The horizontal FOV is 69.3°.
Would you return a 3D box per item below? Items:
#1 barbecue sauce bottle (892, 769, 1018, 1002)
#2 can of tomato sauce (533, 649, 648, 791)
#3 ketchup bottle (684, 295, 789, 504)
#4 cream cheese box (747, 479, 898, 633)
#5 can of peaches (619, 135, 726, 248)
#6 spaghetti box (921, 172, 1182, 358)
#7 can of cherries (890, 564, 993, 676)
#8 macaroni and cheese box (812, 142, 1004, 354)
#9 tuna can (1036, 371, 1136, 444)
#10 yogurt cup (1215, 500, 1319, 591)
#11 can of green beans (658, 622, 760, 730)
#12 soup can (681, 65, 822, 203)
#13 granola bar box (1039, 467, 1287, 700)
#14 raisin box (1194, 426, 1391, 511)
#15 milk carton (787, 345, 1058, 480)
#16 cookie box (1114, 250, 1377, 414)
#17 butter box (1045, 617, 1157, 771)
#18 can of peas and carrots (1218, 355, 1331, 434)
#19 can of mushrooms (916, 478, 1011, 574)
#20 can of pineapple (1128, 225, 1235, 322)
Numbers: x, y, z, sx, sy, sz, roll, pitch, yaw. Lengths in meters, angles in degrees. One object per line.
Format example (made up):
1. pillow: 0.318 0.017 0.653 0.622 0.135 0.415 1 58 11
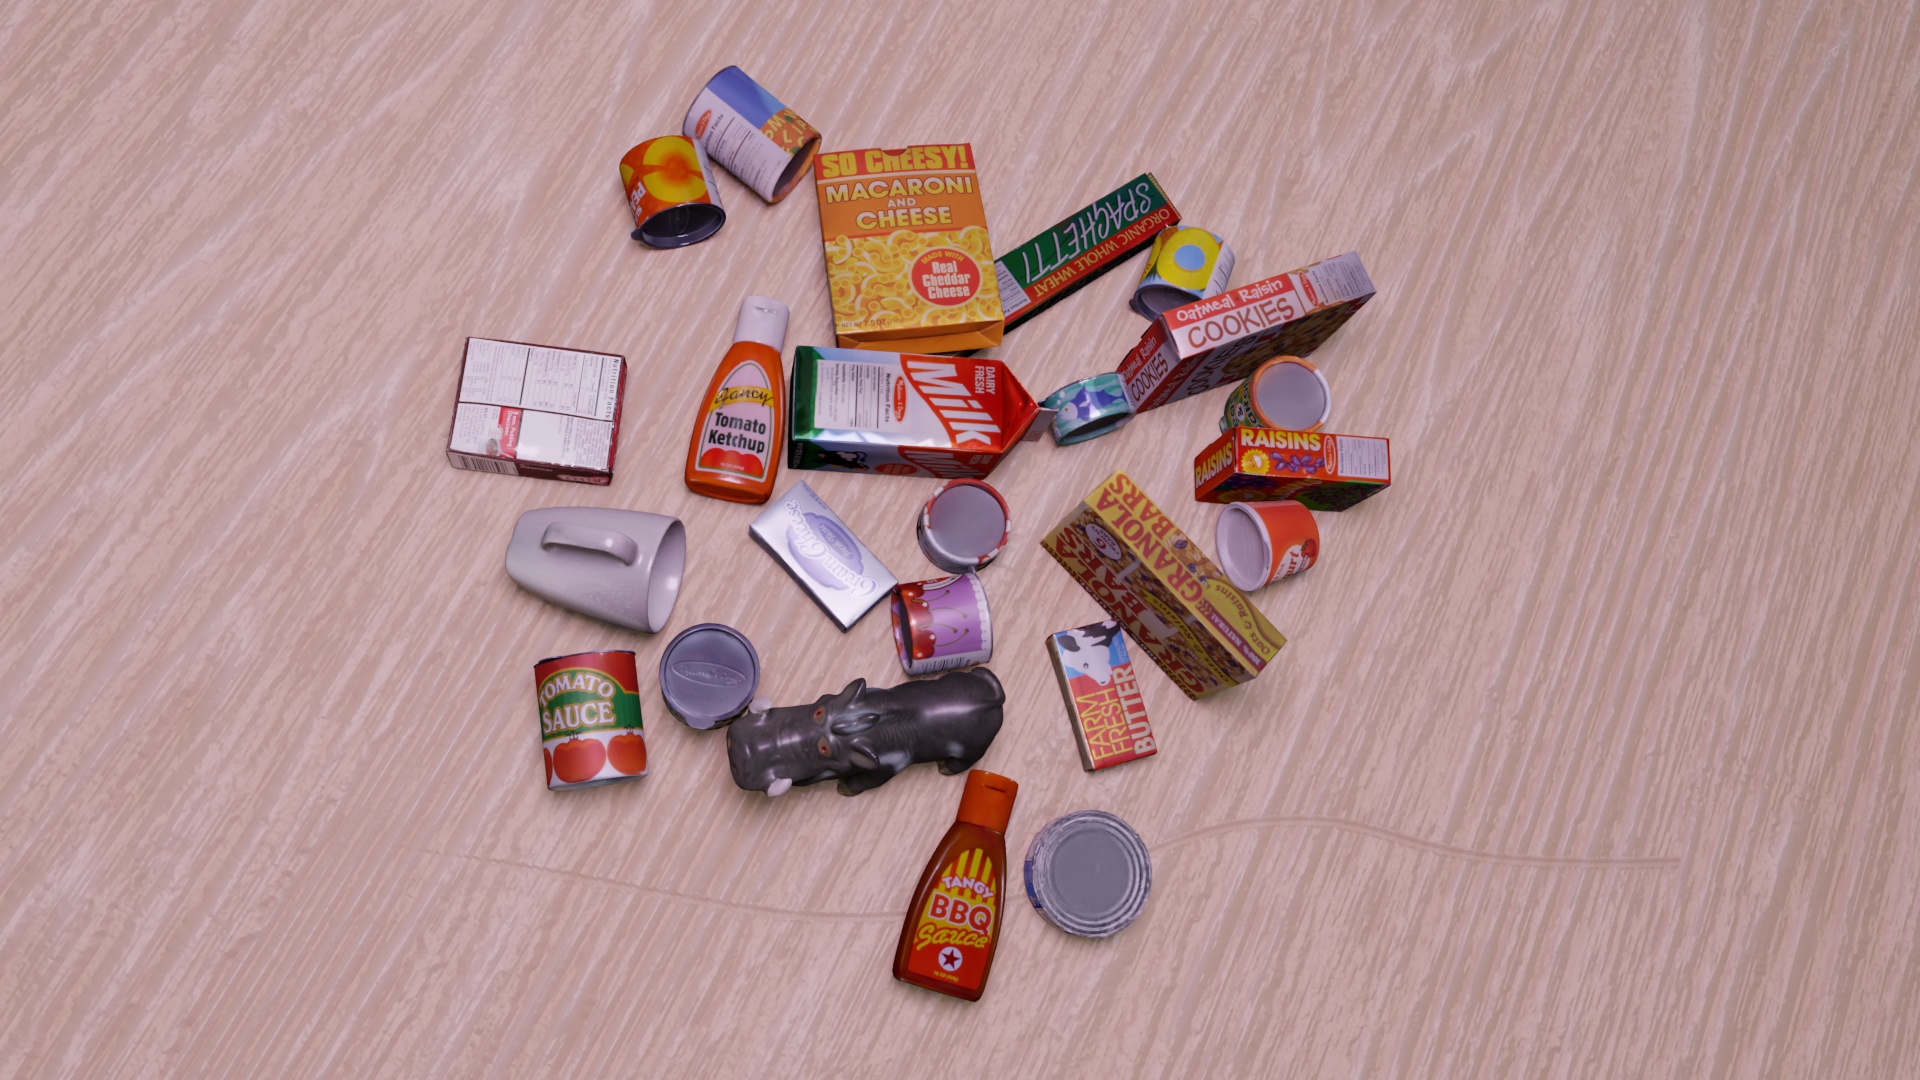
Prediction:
1. barbecue sauce bottle: 0.003 0.233 0.949 0.065 0.043 0.149 19 72 -6
2. can of tomato sauce: -0.244 0.119 0.917 0.071 0.071 0.083 -7 78 -13
3. ketchup bottle: -0.155 -0.103 1.007 0.065 0.043 0.149 11 73 -8
4. cream cheese box: -0.099 0.012 0.998 0.053 0.024 0.104 -43 87 -17
5. can of peaches: -0.215 -0.256 1.023 0.071 0.071 0.058 -15 79 -14
6. spaghetti box: 0.063 -0.209 1.085 0.251 0.028 0.050 -33 84 -17
7. can of cherries: -0.014 0.056 0.980 0.058 0.071 0.071 -9 78 -13
8. macaroni and cheese box: -0.040 -0.219 1.040 0.124 0.040 0.167 -6 65 -7
9. tuna can: 0.094 -0.098 1.042 0.071 0.071 0.033 -17 80 -15
10. yogurt cup: 0.232 0.001 1.046 0.054 0.072 0.072 -11 78 -22
11. can of green beans: -0.171 0.094 0.944 0.071 0.057 0.071 3 75 -11
12. soup can: -0.155 -0.307 1.050 0.084 0.071 0.071 38 72 0
13. granola bar box: 0.140 0.034 0.986 0.039 0.124 0.165 -43 87 -18
14. raisin box: 0.249 -0.054 1.050 0.123 0.086 0.040 3 77 -10
15. milk carton: -0.028 -0.090 1.014 0.191 0.072 0.073 3 75 -9
16. cookie box: 0.210 -0.155 1.050 0.168 0.122 0.040 -20 80 -15
17. butter box: 0.102 0.112 1.010 0.053 0.024 0.103 -14 78 -14
18. can of peas and carrots: 0.243 -0.103 1.077 0.071 0.058 0.071 3 75 -10
19. can of mushrooms: 0.004 -0.013 1.019 0.071 0.033 0.071 3 75 -10
20. can of pineapple: 0.174 -0.205 1.086 0.071 0.071 0.058 23 72 -4
